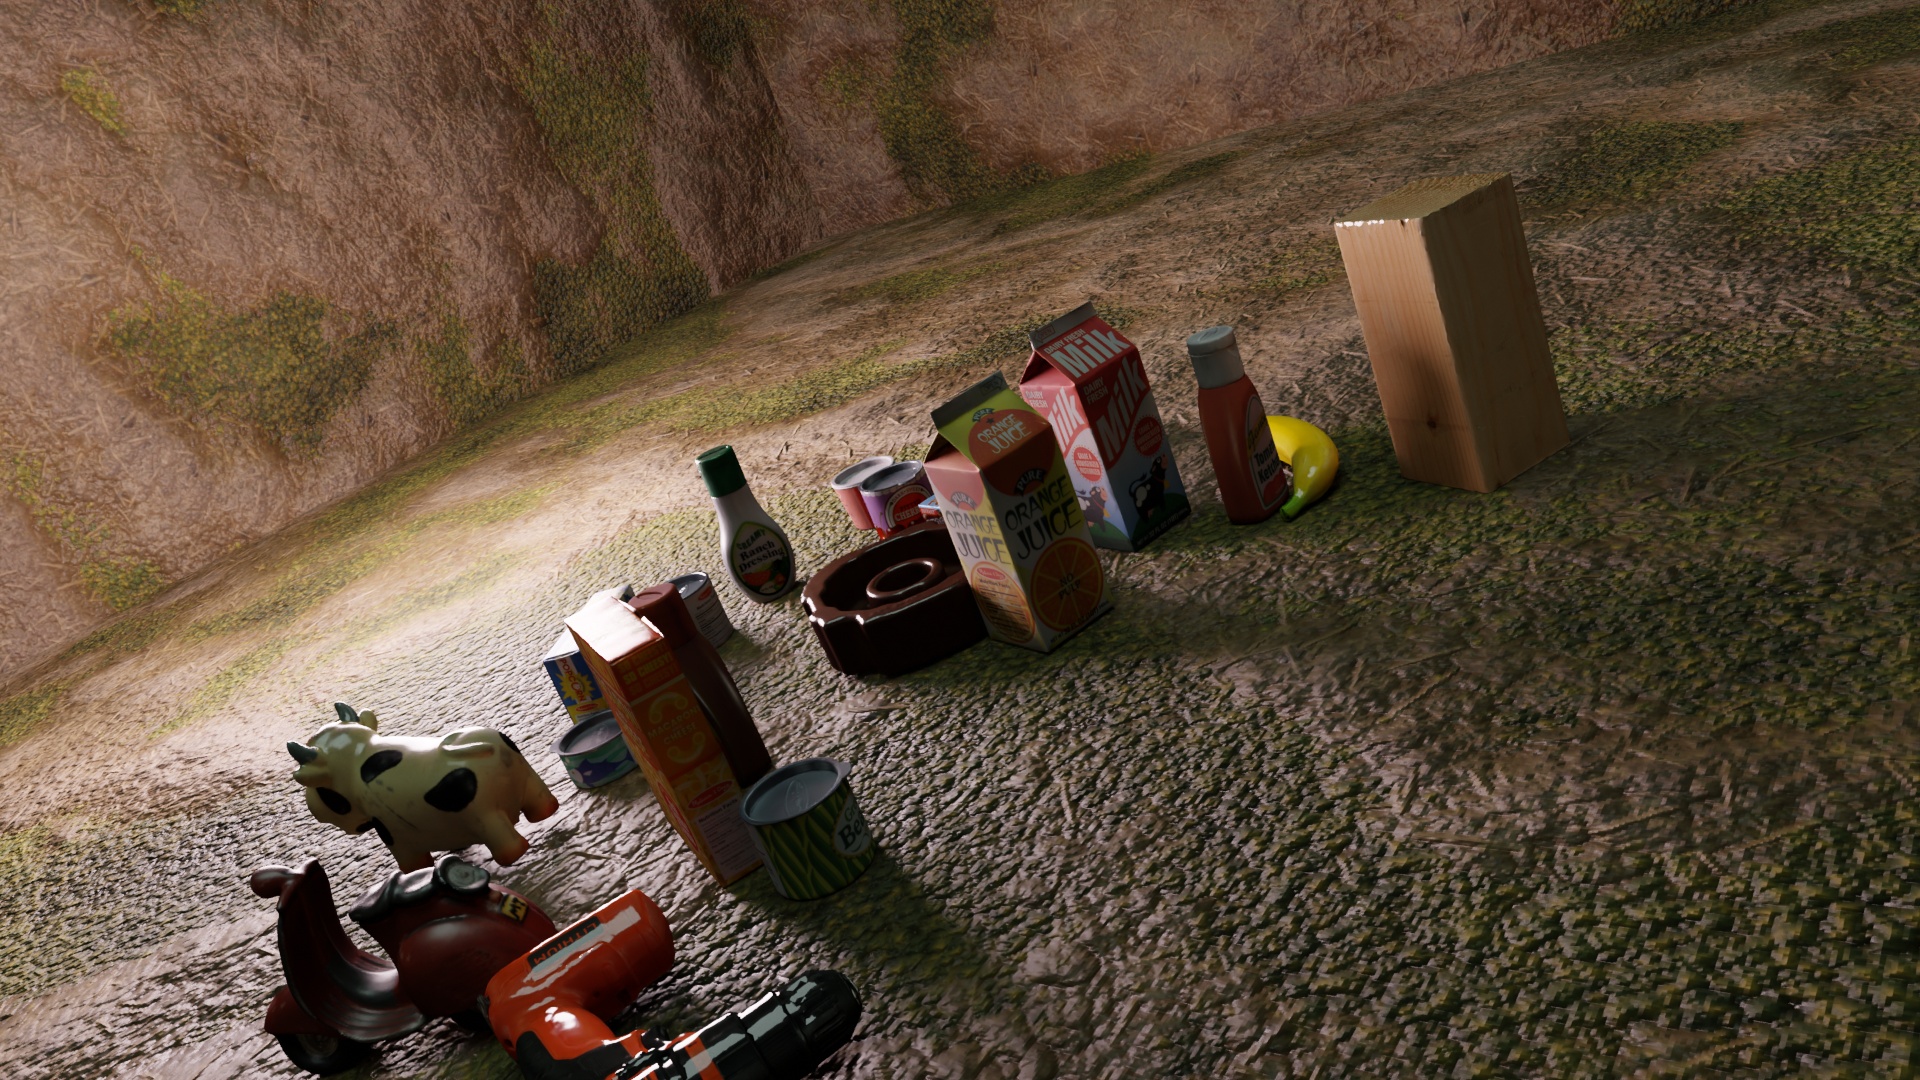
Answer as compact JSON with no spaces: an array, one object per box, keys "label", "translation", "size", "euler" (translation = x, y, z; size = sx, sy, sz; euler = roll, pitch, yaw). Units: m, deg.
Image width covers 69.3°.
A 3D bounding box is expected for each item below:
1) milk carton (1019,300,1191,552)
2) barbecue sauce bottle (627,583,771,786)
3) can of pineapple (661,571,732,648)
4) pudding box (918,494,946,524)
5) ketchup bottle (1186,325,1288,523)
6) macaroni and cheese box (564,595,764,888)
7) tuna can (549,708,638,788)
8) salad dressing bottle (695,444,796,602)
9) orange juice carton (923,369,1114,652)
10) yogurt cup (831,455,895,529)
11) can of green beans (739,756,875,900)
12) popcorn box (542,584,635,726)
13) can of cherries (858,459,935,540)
[{"label":"milk carton","translation":[0.111,-0.092,1.114],"size":[0.072,0.190,0.073],"euler":[-33,23,-29]},{"label":"barbecue sauce bottle","translation":[-0.186,0.102,0.971],"size":[0.065,0.148,0.044],"euler":[-2,27,42]},{"label":"can of pineapple","translation":[-0.247,0.069,1.246],"size":[0.071,0.057,0.071],"euler":[-18,20,7]},{"label":"pudding box","translation":[0.004,-0.015,1.227],"size":[0.030,0.049,0.083],"euler":[-33,23,-30]},{"label":"ketchup bottle","translation":[0.212,-0.091,1.074],"size":[0.043,0.148,0.065],"euler":[-4,26,39]},{"label":"macaroni and cheese box","translation":[-0.187,0.125,0.889],"size":[0.040,0.166,0.124],"euler":[-29,21,-21]},{"label":"tuna can","translation":[-0.279,0.161,1.078],"size":[0.071,0.032,0.071],"euler":[-18,20,7]},{"label":"salad dressing bottle","translation":[-0.201,-0.015,1.285],"size":[0.064,0.147,0.044],"euler":[-25,20,-11]},{"label":"orange juice carton","translation":[0.036,-0.021,1.004],"size":[0.072,0.192,0.073],"euler":[-33,23,-29]},{"label":"yogurt cup","translation":[-0.089,-0.046,1.391],"size":[0.072,0.053,0.072],"euler":[-18,20,7]},{"label":"can of green beans","translation":[-0.090,0.172,0.831],"size":[0.071,0.057,0.071],"euler":[-18,20,7]},{"label":"popcorn box","translation":[-0.296,0.103,1.168],"size":[0.038,0.085,0.127],"euler":[-17,20,13]},{"label":"can of cherries","translation":[-0.056,-0.036,1.326],"size":[0.071,0.058,0.072],"euler":[-18,20,7]}]
